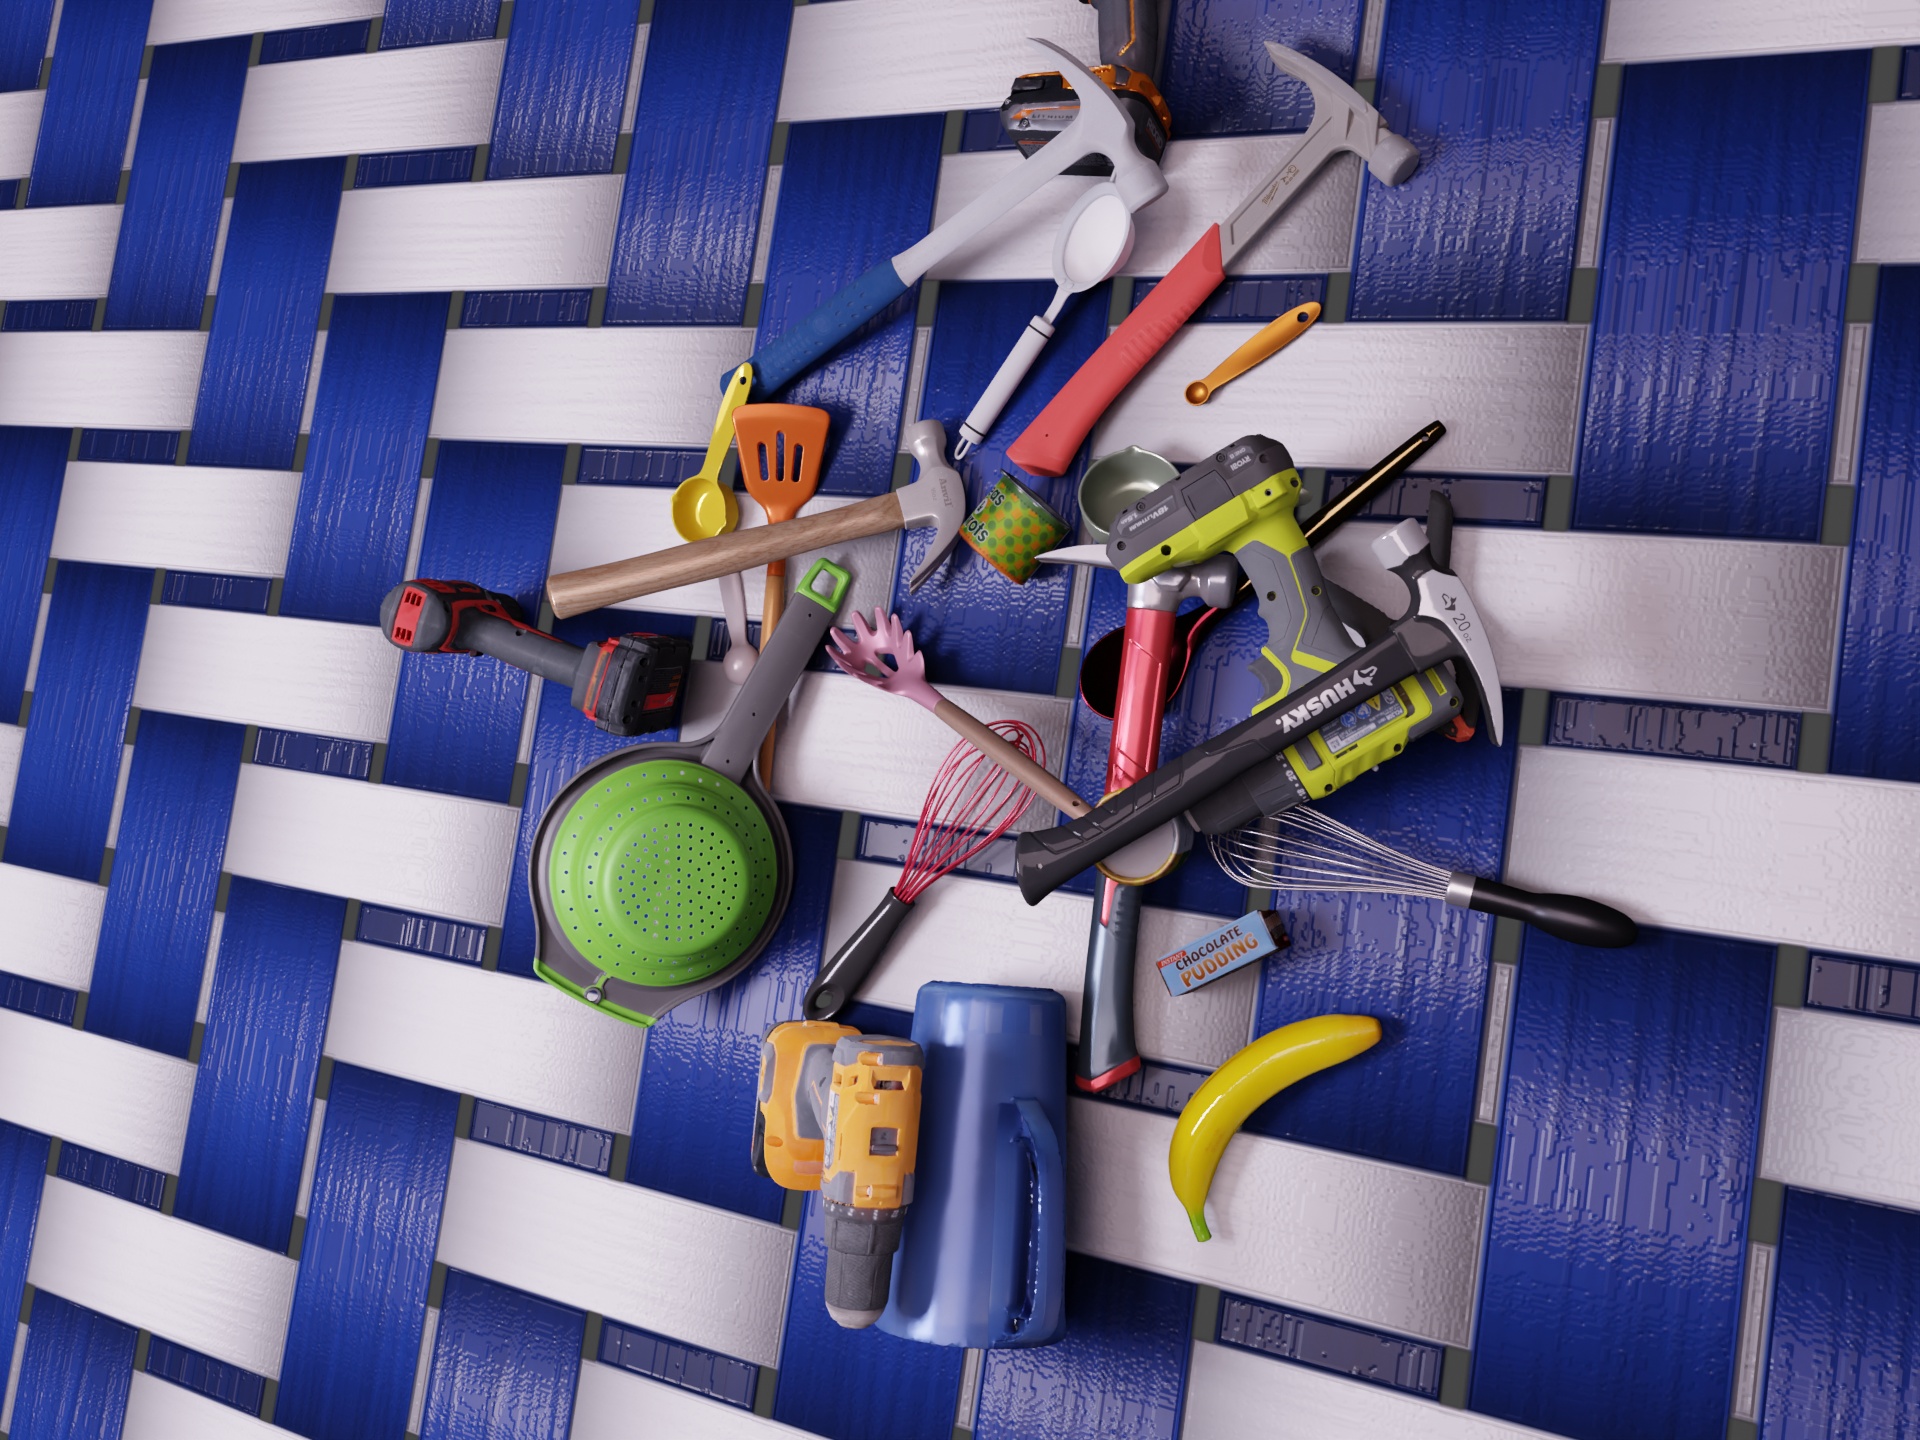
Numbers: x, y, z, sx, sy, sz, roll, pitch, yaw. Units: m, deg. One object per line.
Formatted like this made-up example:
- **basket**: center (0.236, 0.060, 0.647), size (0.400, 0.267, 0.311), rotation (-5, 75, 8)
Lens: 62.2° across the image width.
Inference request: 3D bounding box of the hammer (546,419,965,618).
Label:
- **hammer**: center (-0.156, -0.134, 1.239), size (0.331, 0.031, 0.130), rotation (-15, 74, -2)

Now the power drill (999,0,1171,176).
- **power drill**: center (0.104, -0.540, 1.221), size (0.164, 0.084, 0.226), rotation (12, 83, 26)

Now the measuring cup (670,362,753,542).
- **measuring cup**: center (-0.195, -0.221, 1.326), size (0.062, 0.029, 0.156), rotation (27, 103, 25)

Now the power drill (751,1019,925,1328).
- **power drill**: center (-0.087, 0.305, 1.115), size (0.084, 0.226, 0.185), rotation (7, 84, -19)

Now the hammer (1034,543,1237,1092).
- **hammer**: center (0.103, 0.068, 1.134), size (0.143, 0.038, 0.386), rotation (7, 91, 16)

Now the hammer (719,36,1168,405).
- **hammer**: center (-0.040, -0.359, 1.233), size (0.405, 0.035, 0.144), rotation (-28, 96, 31)

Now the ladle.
- **ladle**: center (0.216, -0.108, 1.138), size (0.315, 0.031, 0.069), rotation (-39, 78, 13)

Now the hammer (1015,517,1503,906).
- **hammer**: center (0.179, 0.023, 1.002), size (0.335, 0.035, 0.146), rotation (-32, 86, 11)

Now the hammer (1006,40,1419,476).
- **hammer**: center (0.161, -0.328, 1.188), size (0.359, 0.036, 0.149), rotation (-46, 68, 12)

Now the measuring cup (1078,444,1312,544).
- **measuring cup**: center (0.171, -0.156, 1.162), size (0.167, 0.038, 0.083), rotation (2, 65, 8)

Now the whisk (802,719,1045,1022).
- **whisk**: center (-0.034, 0.118, 1.205), size (0.073, 0.073, 0.296), rotation (43, 106, 23)

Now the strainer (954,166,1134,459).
- **strainer**: center (0.068, -0.310, 1.226), size (0.258, 0.050, 0.087), rotation (-55, 41, 15)

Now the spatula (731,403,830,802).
- **spatula**: center (-0.154, -0.095, 1.295), size (0.081, 0.041, 0.323), rotation (3, 85, 0)

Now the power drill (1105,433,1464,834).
- **power drill**: center (0.192, -0.053, 1.051), size (0.190, 0.080, 0.228), rotation (-31, 84, 10)

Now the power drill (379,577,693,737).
- **power drill**: center (-0.343, -0.061, 1.324), size (0.227, 0.188, 0.080), rotation (18, 96, 7)

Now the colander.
- **colander**: center (-0.182, 0.047, 1.219), size (0.204, 0.094, 0.397), rotation (31, 80, -16)

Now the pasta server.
- **pasta server**: center (-0.002, -0.004, 1.157), size (0.060, 0.040, 0.316), rotation (-39, 41, -12)

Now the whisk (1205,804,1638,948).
- **whisk**: center (0.300, 0.103, 1.057), size (0.285, 0.070, 0.070), rotation (14, 89, 21)

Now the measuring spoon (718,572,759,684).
- **measuring spoon**: center (-0.191, -0.090, 1.323), size (0.034, 0.018, 0.124), rotation (-16, 76, 22)

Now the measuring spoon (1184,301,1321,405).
- **measuring spoon**: center (0.216, -0.269, 1.171), size (0.117, 0.011, 0.021), rotation (-35, 70, 12)
